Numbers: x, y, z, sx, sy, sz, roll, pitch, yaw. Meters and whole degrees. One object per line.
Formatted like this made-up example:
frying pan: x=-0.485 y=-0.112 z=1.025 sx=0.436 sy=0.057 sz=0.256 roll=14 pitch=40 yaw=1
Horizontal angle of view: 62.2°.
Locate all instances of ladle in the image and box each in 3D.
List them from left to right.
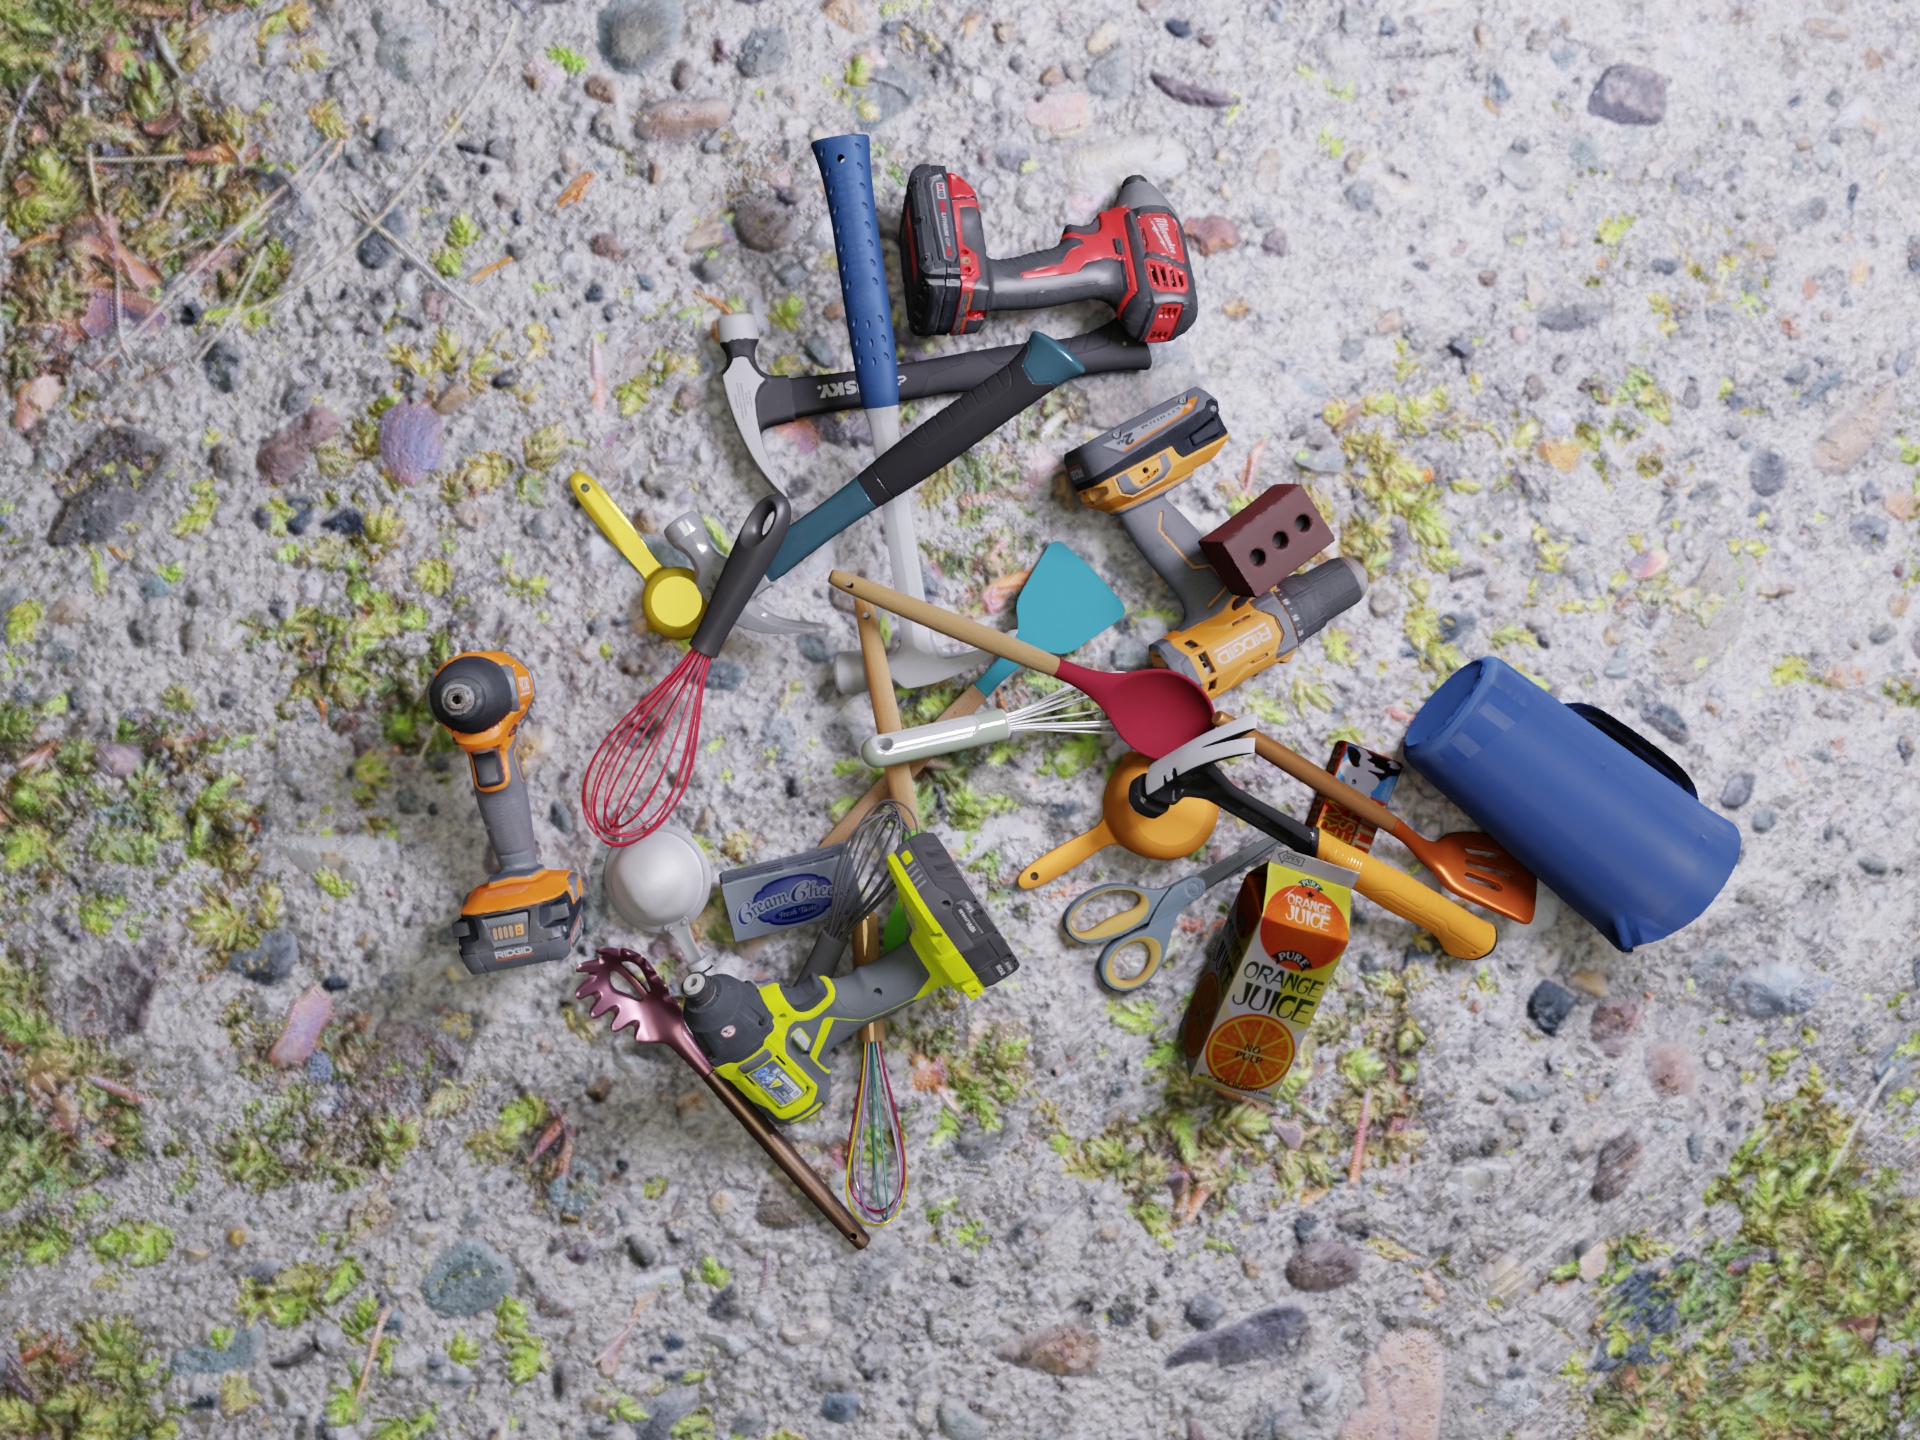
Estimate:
ladle: x=0.048 y=-0.048 z=1.187 sx=0.315 sy=0.031 sz=0.069 roll=22 pitch=101 yaw=-13

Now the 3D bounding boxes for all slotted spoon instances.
slotted spoon: x=-0.046 y=0.059 z=1.221 sx=0.070 sy=0.031 sz=0.313 roll=-12 pitch=100 yaw=-5

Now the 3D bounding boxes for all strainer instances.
strainer: x=-0.205 y=0.183 z=1.226 sx=0.087 sy=0.050 sz=0.258 roll=-26 pitch=96 yaw=11

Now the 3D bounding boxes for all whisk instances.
whisk: x=-0.198 y=-0.035 z=1.177 sx=0.073 sy=0.073 sz=0.296 roll=28 pitch=100 yaw=-6
whisk: x=-0.093 y=0.166 z=1.211 sx=0.055 sy=0.055 sz=0.239 roll=24 pitch=106 yaw=-6
whisk: x=-0.071 y=0.272 z=1.239 sx=0.047 sy=0.051 sz=0.245 roll=-4 pitch=88 yaw=0
whisk: x=0.040 y=0.001 z=1.220 sx=0.246 sy=0.059 sz=0.058 roll=-12 pitch=57 yaw=-20

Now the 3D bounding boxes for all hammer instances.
hammer: x=-0.057 y=-0.176 z=1.159 sx=0.331 sy=0.033 sz=0.128 roll=-33 pitch=94 yaw=17
hammer: x=-0.052 y=-0.223 z=1.186 sx=0.144 sy=0.035 sz=0.405 roll=-6 pitch=103 yaw=9
hammer: x=-0.015 y=-0.264 z=1.244 sx=0.334 sy=0.035 sz=0.146 roll=-10 pitch=91 yaw=-6
hammer: x=0.295 y=0.103 z=1.221 sx=0.336 sy=0.127 sz=0.034 roll=29 pitch=51 yaw=-23

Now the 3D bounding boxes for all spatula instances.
spatula: x=-0.002 y=-0.004 z=1.254 sx=0.082 sy=0.044 sz=0.317 roll=44 pitch=91 yaw=-6
spatula: x=0.327 y=0.067 z=1.245 sx=0.322 sy=0.041 sz=0.081 roll=29 pitch=54 yaw=-22

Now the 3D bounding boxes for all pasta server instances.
pasta server: x=-0.178 y=0.295 z=1.230 sx=0.060 sy=0.040 sz=0.316 roll=-40 pitch=95 yaw=8

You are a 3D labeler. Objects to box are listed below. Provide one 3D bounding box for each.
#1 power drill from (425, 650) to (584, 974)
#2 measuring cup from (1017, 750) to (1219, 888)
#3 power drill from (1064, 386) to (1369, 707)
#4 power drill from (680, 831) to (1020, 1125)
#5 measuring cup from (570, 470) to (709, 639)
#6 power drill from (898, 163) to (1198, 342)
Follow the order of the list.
power drill: x=-0.334 y=0.062 z=1.149 sx=0.084 sy=0.164 sz=0.226 roll=-10 pitch=94 yaw=-6
measuring cup: x=0.124 y=0.088 z=1.251 sx=0.173 sy=0.052 sz=0.095 roll=-30 pitch=93 yaw=-7
power drill: x=0.204 y=-0.145 z=1.247 sx=0.185 sy=0.084 sz=0.226 roll=-28 pitch=97 yaw=-7
power drill: x=-0.083 y=0.187 z=1.153 sx=0.223 sy=0.080 sz=0.171 roll=-33 pitch=135 yaw=-2
measuring cup: x=-0.248 y=-0.129 z=1.221 sx=0.062 sy=0.029 sz=0.156 roll=-39 pitch=97 yaw=-4
power drill: x=0.068 y=-0.362 z=1.222 sx=0.219 sy=0.078 sz=0.143 roll=-2 pitch=66 yaw=-11
